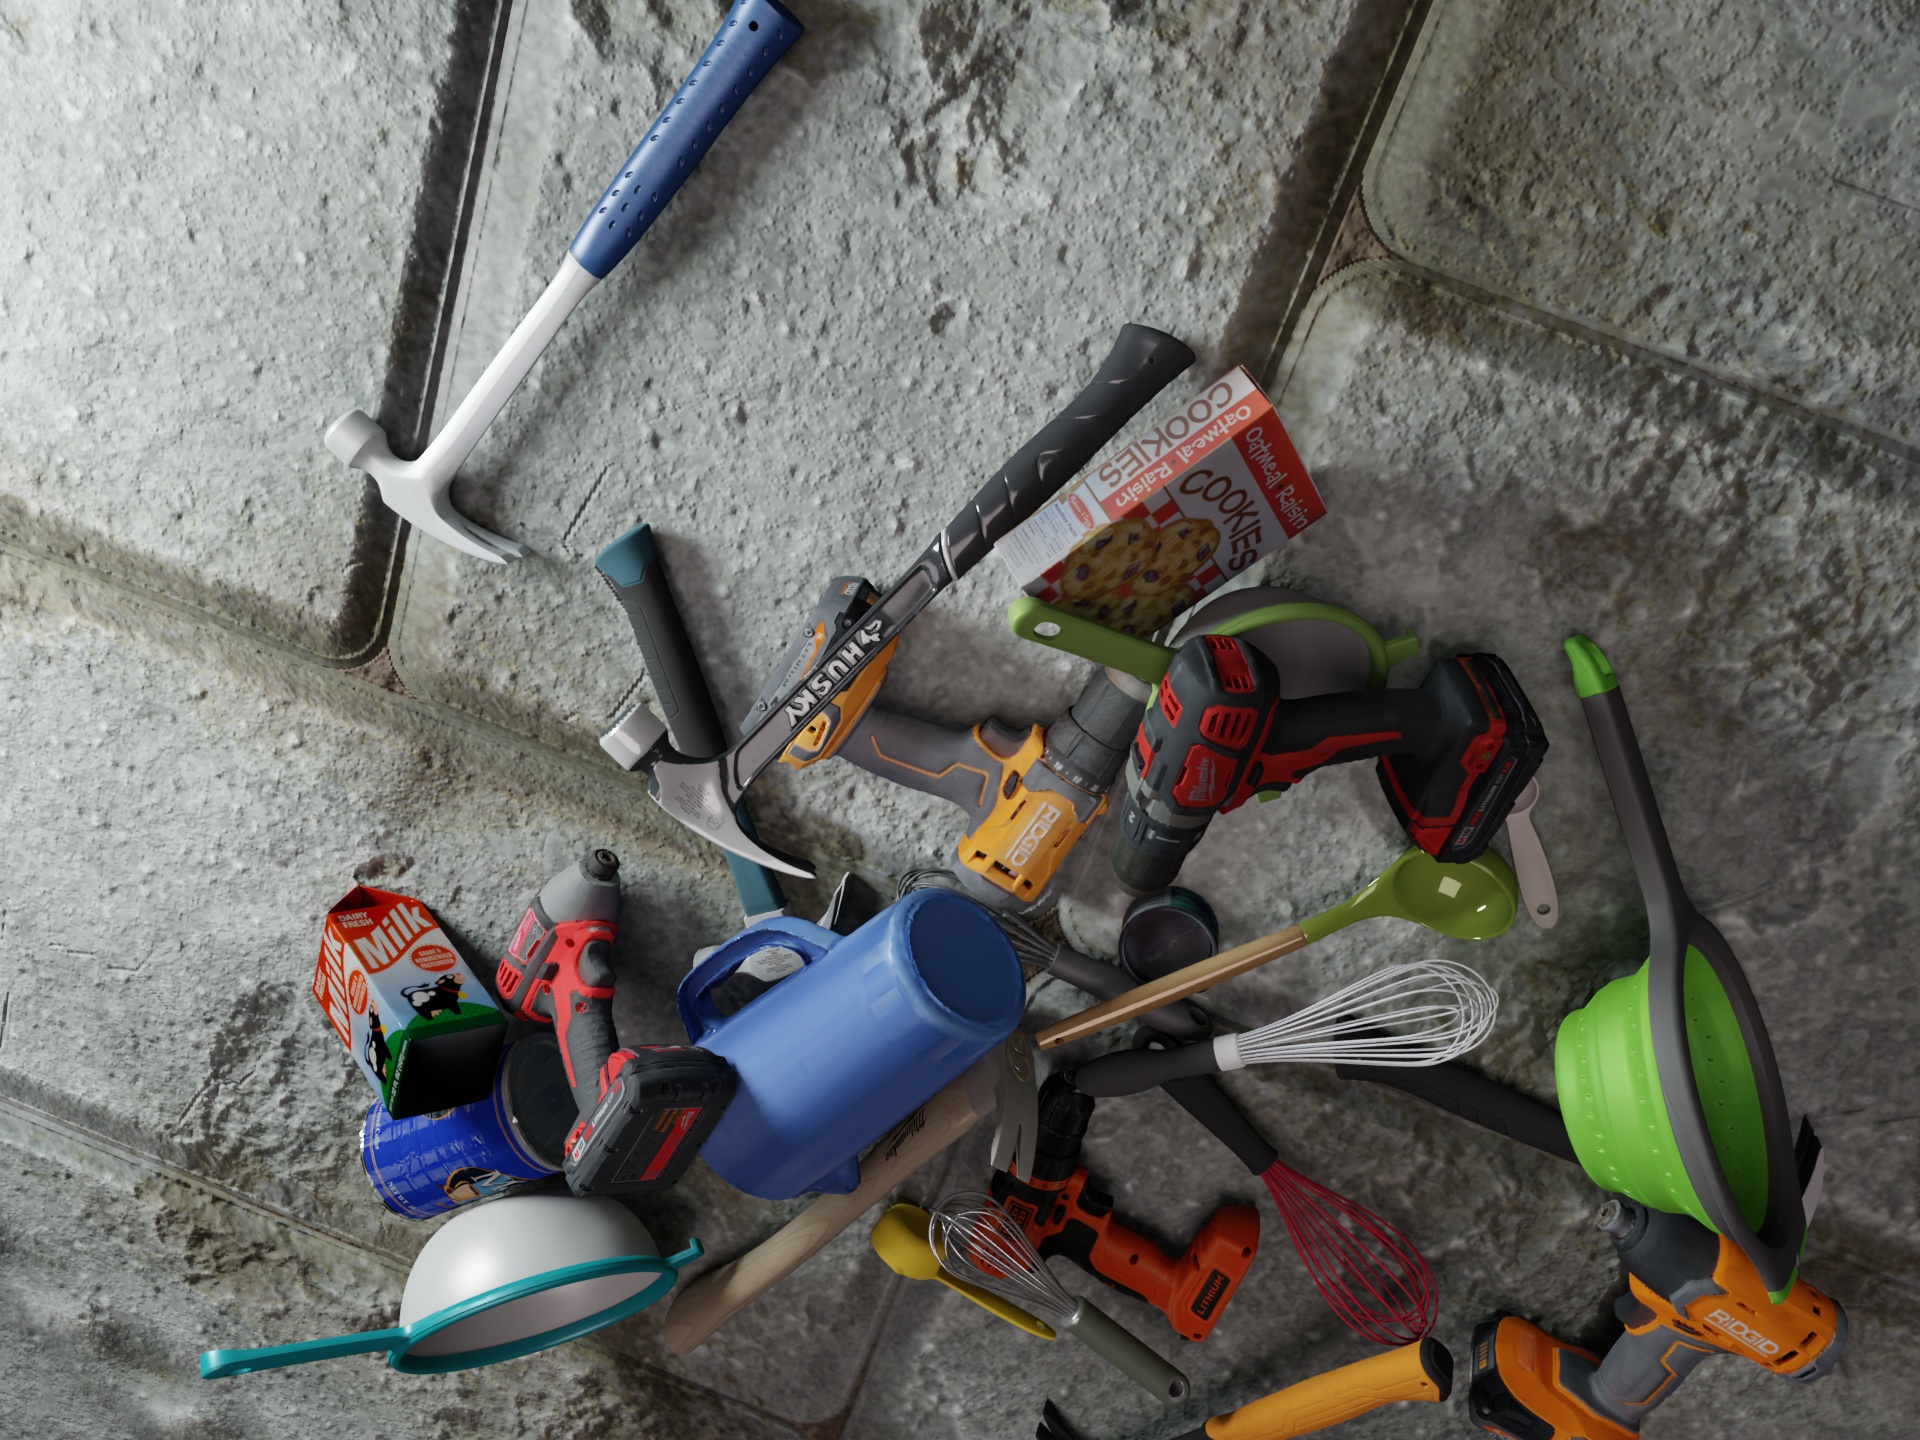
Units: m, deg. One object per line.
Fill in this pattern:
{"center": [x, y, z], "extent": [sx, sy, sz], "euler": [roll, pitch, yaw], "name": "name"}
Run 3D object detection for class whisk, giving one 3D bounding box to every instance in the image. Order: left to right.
{"center": [0.064, 0.163, 1.080], "extent": [0.239, 0.055, 0.055], "euler": [25, 113, -3], "name": "whisk"}
{"center": [0.072, 0.410, 1.117], "extent": [0.246, 0.059, 0.058], "euler": [41, 70, -14], "name": "whisk"}
{"center": [0.207, 0.210, 1.040], "extent": [0.284, 0.070, 0.070], "euler": [-16, 107, 20], "name": "whisk"}
{"center": [0.224, 0.321, 1.103], "extent": [0.296, 0.073, 0.073], "euler": [46, 112, -2], "name": "whisk"}

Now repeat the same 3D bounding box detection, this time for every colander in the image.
{"center": [0.400, 0.147, 0.965], "extent": [0.094, 0.204, 0.397], "euler": [-18, 89, 36], "name": "colander"}

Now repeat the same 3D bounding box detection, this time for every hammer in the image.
{"center": [-0.231, -0.267, 0.976], "extent": [0.144, 0.035, 0.405], "euler": [42, 112, -6], "name": "hammer"}
{"center": [-0.172, 0.028, 1.079], "extent": [0.128, 0.033, 0.330], "euler": [-13, 107, 16], "name": "hammer"}
{"center": [-0.090, 0.359, 1.144], "extent": [0.038, 0.146, 0.410], "euler": [32, 120, -24], "name": "hammer"}
{"center": [-0.017, -0.079, 0.937], "extent": [0.409, 0.036, 0.149], "euler": [-44, 101, 2], "name": "hammer"}
{"center": [0.206, 0.505, 1.151], "extent": [0.127, 0.034, 0.337], "euler": [47, 124, -8], "name": "hammer"}
{"center": [0.404, 0.273, 1.062], "extent": [0.335, 0.035, 0.146], "euler": [24, 114, 2], "name": "hammer"}

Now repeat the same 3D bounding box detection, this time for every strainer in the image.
{"center": [-0.373, 0.401, 1.151], "extent": [0.211, 0.340, 0.095], "euler": [-43, 55, 36], "name": "strainer"}
{"center": [0.131, -0.043, 0.937], "extent": [0.256, 0.069, 0.151], "euler": [16, 128, -29], "name": "strainer"}

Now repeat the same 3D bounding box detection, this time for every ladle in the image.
{"center": [0.198, 0.154, 1.016], "extent": [0.320, 0.062, 0.078], "euler": [-24, 120, 8], "name": "ladle"}

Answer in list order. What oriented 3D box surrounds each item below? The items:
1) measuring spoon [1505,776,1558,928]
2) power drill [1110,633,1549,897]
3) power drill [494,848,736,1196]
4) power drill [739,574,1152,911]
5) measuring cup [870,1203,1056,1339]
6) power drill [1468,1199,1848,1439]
{"center": [0.358, 0.079, 1.010], "extent": [0.034, 0.018, 0.124], "euler": [-16, 114, 16], "name": "measuring spoon"}
{"center": [0.203, 0.036, 0.936], "extent": [0.226, 0.080, 0.187], "euler": [2, 134, -15], "name": "power drill"}
{"center": [-0.242, 0.199, 1.079], "extent": [0.143, 0.078, 0.220], "euler": [-57, 48, 23], "name": "power drill"}
{"center": [-0.002, -0.003, 1.012], "extent": [0.226, 0.084, 0.185], "euler": [32, 111, -7], "name": "power drill"}
{"center": [0.007, 0.407, 1.173], "extent": [0.156, 0.062, 0.029], "euler": [29, 102, 3], "name": "measuring cup"}
{"center": [0.440, 0.409, 1.060], "extent": [0.164, 0.084, 0.226], "euler": [33, 126, -2], "name": "power drill"}
